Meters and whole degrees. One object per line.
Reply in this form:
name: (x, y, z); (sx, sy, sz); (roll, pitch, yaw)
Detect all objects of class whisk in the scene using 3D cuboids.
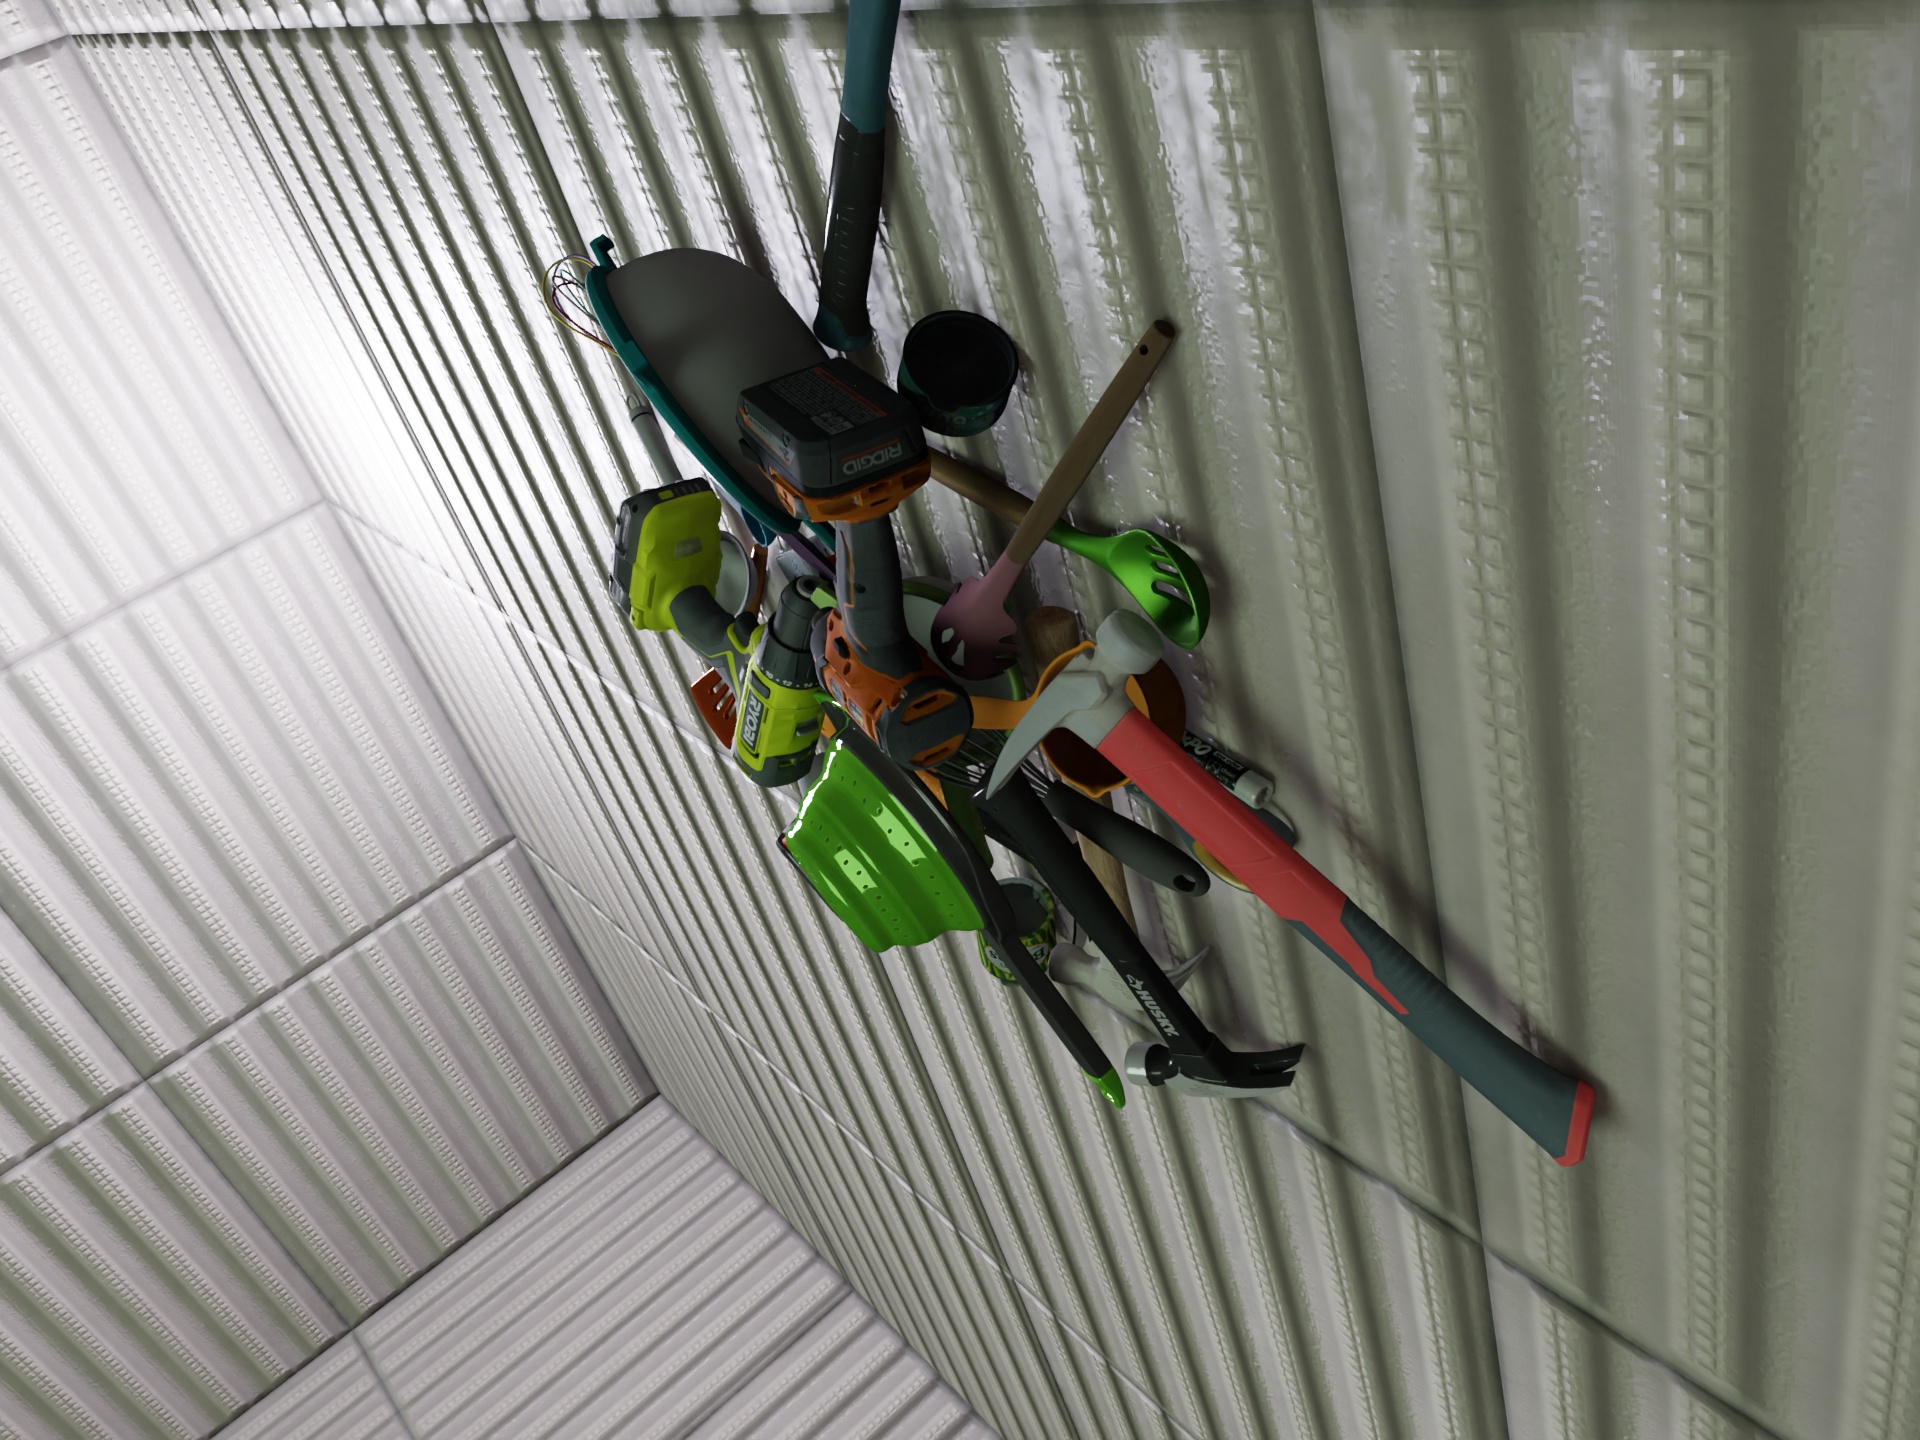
whisk: (-0.253, -0.285, 1.284); (0.245, 0.047, 0.051); (46, 154, 11)
whisk: (0.058, 0.052, 1.049); (0.239, 0.055, 0.055); (30, 151, 10)

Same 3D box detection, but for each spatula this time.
spatula: (-0.208, -0.074, 1.481); (0.081, 0.041, 0.322); (56, 156, 15)
spatula: (-0.158, -0.168, 1.233); (0.059, 0.018, 0.316); (44, 179, -43)

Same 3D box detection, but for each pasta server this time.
pasta server: (0.048, -0.114, 0.908); (0.060, 0.040, 0.316); (48, 142, 11)

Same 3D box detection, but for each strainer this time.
strainer: (-0.105, -0.196, 1.076); (0.340, 0.095, 0.211); (46, -167, -38)
strainer: (-0.228, -0.175, 1.359); (0.087, 0.050, 0.258); (-39, 73, 38)
strainer: (-0.002, -0.004, 1.135); (0.151, 0.069, 0.256); (5, 129, 28)

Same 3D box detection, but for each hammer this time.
hammer: (0.189, 0.114, 0.897); (0.386, 0.038, 0.143); (43, 121, 6)
hammer: (0.108, 0.146, 1.065); (0.146, 0.035, 0.334); (-5, 132, 42)
hammer: (0.094, 0.070, 1.095); (0.130, 0.031, 0.331); (11, 130, 35)
hammer: (-0.054, -0.320, 0.875); (0.128, 0.033, 0.330); (47, 155, 15)
hammer: (-0.011, 0.067, 1.309); (0.337, 0.034, 0.127); (32, 147, 41)

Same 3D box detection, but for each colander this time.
colander: (-0.014, 0.161, 1.163); (0.396, 0.094, 0.205); (55, 169, -17)

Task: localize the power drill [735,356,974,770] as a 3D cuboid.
power drill: (-0.067, -0.097, 0.969); (0.164, 0.084, 0.226); (43, 151, 50)

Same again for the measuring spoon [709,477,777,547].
measuring spoon: (-0.184, -0.191, 1.318); (0.129, 0.021, 0.042); (50, 160, 34)

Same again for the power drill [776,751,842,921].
power drill: (-0.104, 0.102, 1.436); (0.143, 0.078, 0.219); (48, 163, 6)

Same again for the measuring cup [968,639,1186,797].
measuring cup: (0.063, -0.006, 0.995); (0.174, 0.052, 0.095); (4, 101, 42)

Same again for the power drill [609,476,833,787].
power drill: (-0.176, -0.084, 1.225); (0.229, 0.080, 0.190); (47, 140, 27)

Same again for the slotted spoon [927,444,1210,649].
slotted spoon: (0.043, -0.126, 0.964); (0.314, 0.031, 0.070); (35, 150, 41)
